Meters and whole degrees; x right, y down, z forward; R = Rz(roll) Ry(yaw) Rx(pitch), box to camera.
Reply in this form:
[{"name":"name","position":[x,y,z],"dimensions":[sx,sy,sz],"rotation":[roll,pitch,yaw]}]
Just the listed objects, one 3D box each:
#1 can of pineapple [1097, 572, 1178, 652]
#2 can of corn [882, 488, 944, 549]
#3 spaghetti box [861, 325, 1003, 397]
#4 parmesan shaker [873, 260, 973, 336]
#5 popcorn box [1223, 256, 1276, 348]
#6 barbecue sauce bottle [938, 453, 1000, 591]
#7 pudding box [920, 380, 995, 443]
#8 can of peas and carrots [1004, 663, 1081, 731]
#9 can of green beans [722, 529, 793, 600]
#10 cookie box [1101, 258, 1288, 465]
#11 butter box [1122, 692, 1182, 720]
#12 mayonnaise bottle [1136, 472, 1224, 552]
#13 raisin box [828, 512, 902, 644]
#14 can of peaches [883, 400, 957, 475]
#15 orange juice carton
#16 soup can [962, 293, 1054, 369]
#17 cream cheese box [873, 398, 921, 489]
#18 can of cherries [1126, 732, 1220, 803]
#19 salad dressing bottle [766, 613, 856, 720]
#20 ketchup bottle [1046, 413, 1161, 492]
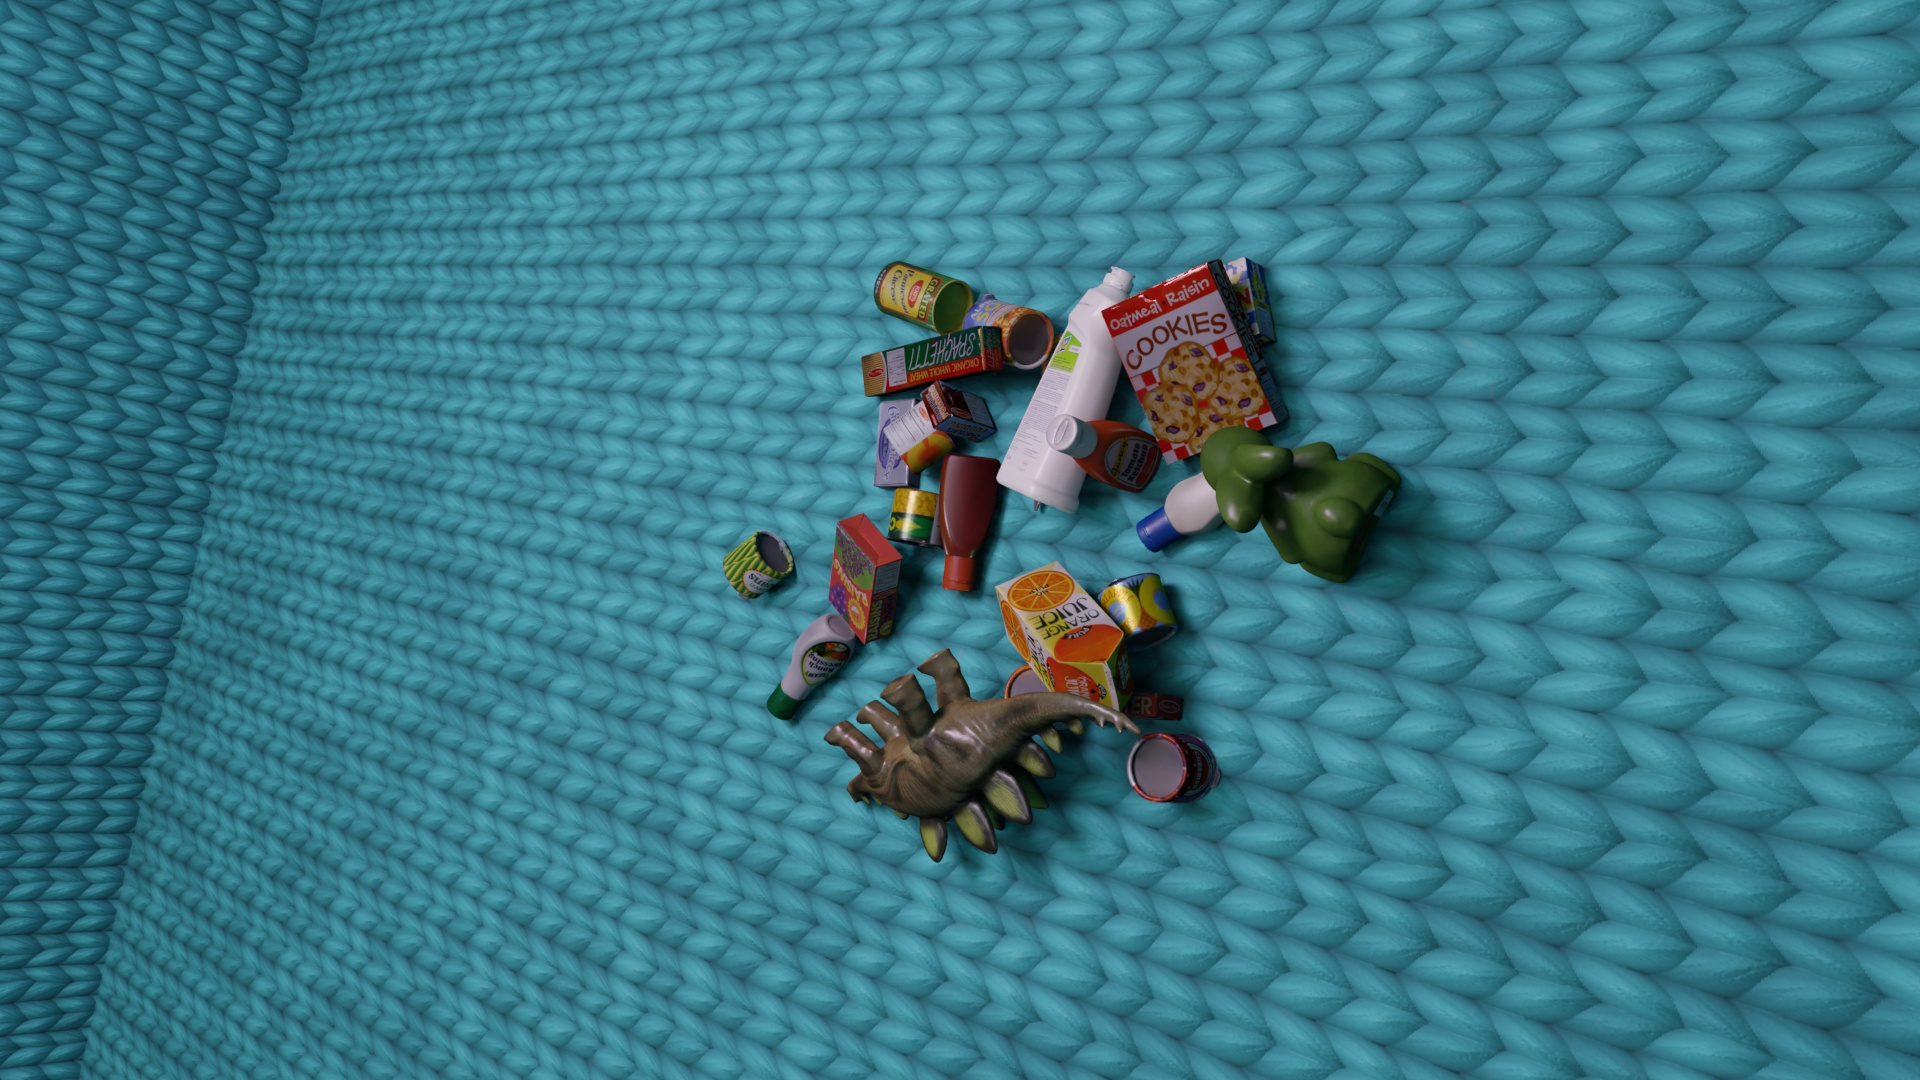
[{"name":"can of pineapple","position":[0.173,0.071,1.368],"dimensions":[0.071,0.071,0.058],"rotation":[-31,64,29]},{"name":"can of corn","position":[-0.048,-0.025,1.559],"dimensions":[0.071,0.071,0.058],"rotation":[6,84,38]},{"name":"spaghetti box","position":[-0.036,-0.199,1.559],"dimensions":[0.249,0.029,0.050],"rotation":[-3,93,55]},{"name":"parmesan shaker","position":[-0.045,-0.279,1.611],"dimensions":[0.103,0.071,0.071],"rotation":[26,97,38]},{"name":"popcorn box","position":[0.245,-0.221,1.393],"dimensions":[0.126,0.038,0.085],"rotation":[-18,70,34]},{"name":"barbecue sauce bottle","position":[0.005,-0.019,1.525],"dimensions":[0.043,0.065,0.148],"rotation":[-172,88,-80]},{"name":"pudding box","position":[-0.002,-0.142,1.538],"dimensions":[0.030,0.084,0.050],"rotation":[-35,62,28]},{"name":"can of peas and carrots","position":[0.085,0.160,1.424],"dimensions":[0.071,0.059,0.071],"rotation":[-9,75,36]},{"name":"can of green beans","position":[-0.248,0.029,1.704],"dimensions":[0.057,0.071,0.071],"rotation":[-35,62,27]},{"name":"cookie box","position":[0.226,-0.173,1.351],"dimensions":[0.122,0.040,0.167],"rotation":[-21,95,34]},{"name":"butter box","position":[0.161,0.162,1.369],"dimensions":[0.103,0.053,0.024],"rotation":[-2,78,37]},{"name":"mayonnaise bottle","position":[0.240,-0.039,1.358],"dimensions":[0.147,0.041,0.065],"rotation":[-34,69,29]},{"name":"raisin box","position":[-0.109,0.044,1.575],"dimensions":[0.086,0.040,0.122],"rotation":[46,141,35]},{"name":"can of peaches","position":[-0.044,-0.114,1.563],"dimensions":[0.058,0.071,0.071],"rotation":[-36,59,4]},{"name":"orange juice carton","position":[0.109,0.104,1.355],"dimensions":[0.073,0.071,0.193],"rotation":[-22,33,-12]},{"name":"soup can","position":[0.052,-0.228,1.513],"dimensions":[0.084,0.071,0.071],"rotation":[26,97,51]},{"name":"cream cheese box","position":[-0.072,-0.112,1.624],"dimensions":[0.053,0.024,0.104],"rotation":[-2,80,37]},{"name":"can of cherries","position":[0.203,0.216,1.322],"dimensions":[0.071,0.058,0.071],"rotation":[-9,76,37]},{"name":"salad dressing bottle","position":[-0.178,0.151,1.631],"dimensions":[0.147,0.064,0.044],"rotation":[-53,36,27]},{"name":"ketchup bottle","position":[0.141,-0.091,1.376],"dimensions":[0.043,0.149,0.064],"rotation":[29,99,39]}]
